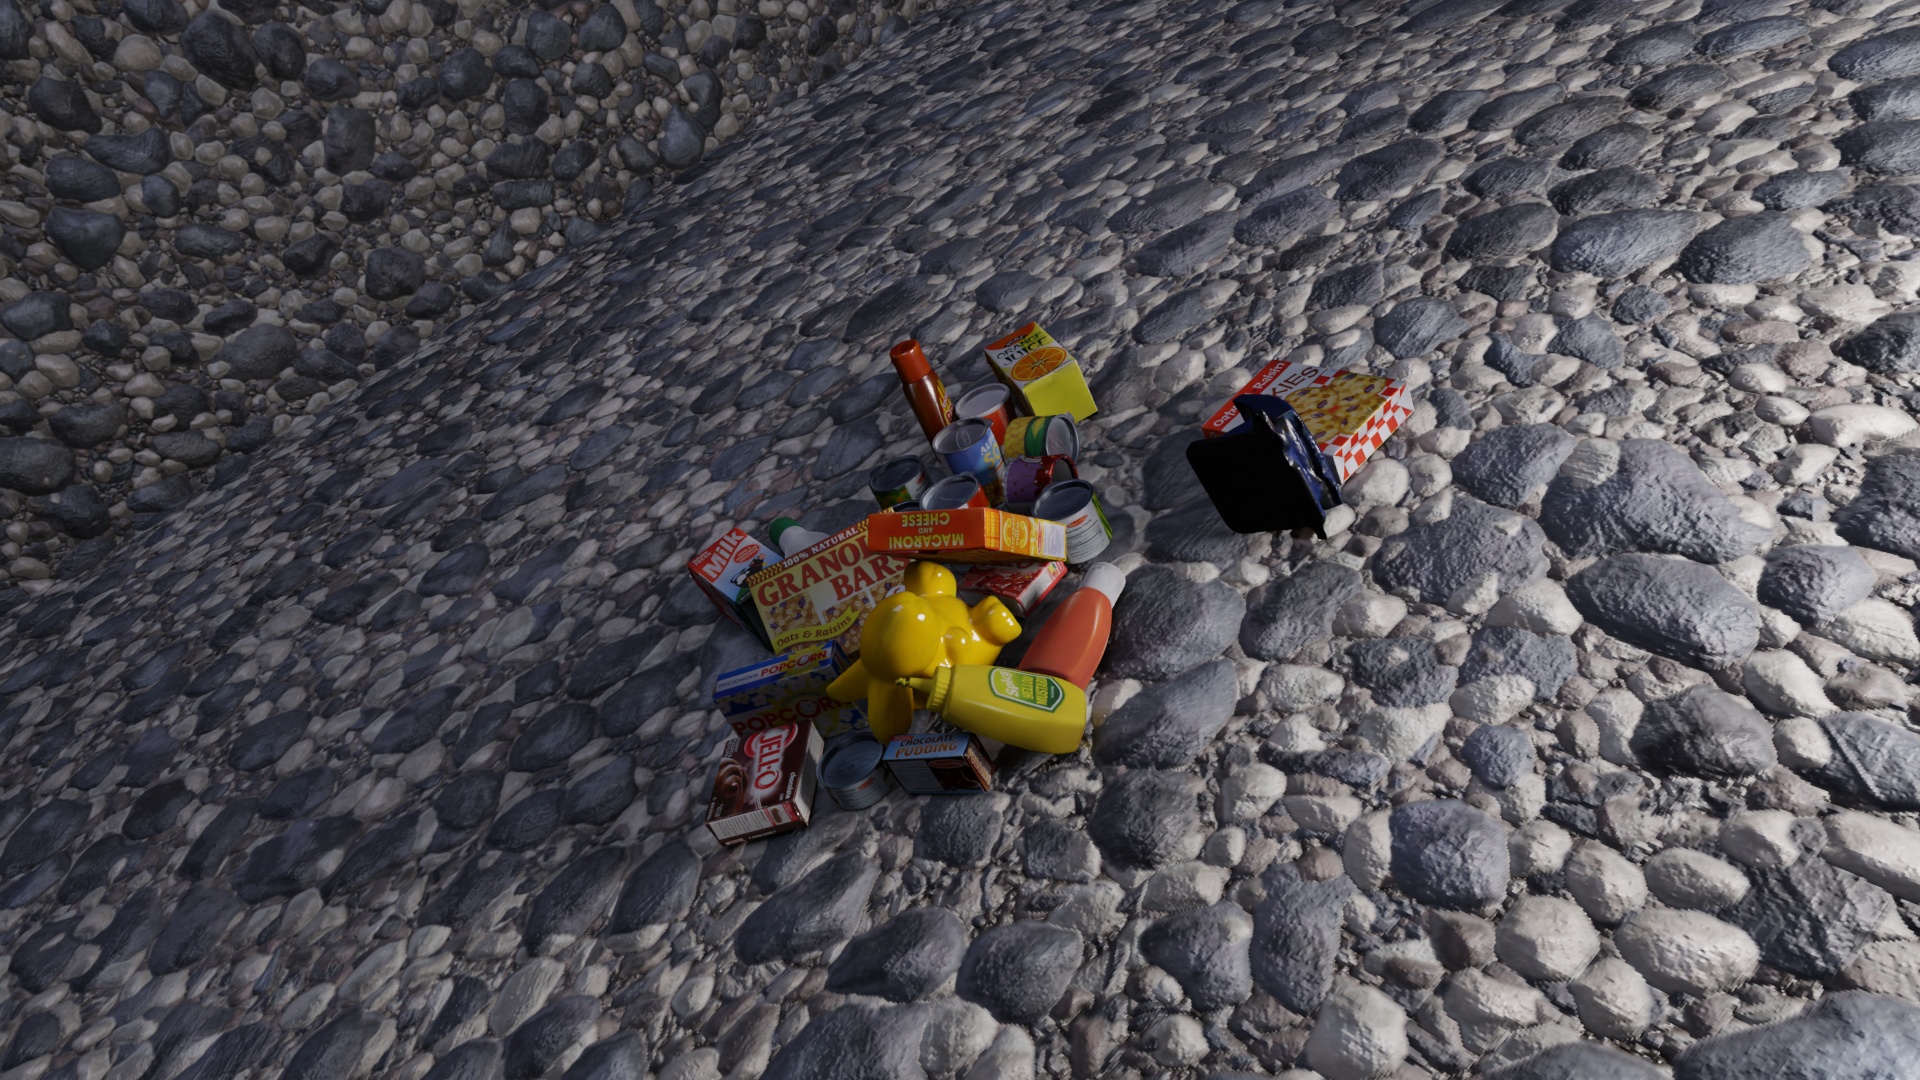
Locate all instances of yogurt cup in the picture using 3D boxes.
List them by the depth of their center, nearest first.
[{"bbox_3d":[0.035,-0.144,1.629,0.072,0.053,0.073,-19,32,13],"label":"yogurt cup"}]

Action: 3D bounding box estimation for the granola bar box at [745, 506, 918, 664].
[{"bbox_3d":[-0.116,0.058,1.398,0.165,0.039,0.124,-26,69,1],"label":"granola bar box"}]

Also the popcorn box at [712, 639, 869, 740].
[{"bbox_3d":[-0.158,0.150,1.311,0.126,0.085,0.038,-18,34,14],"label":"popcorn box"}]

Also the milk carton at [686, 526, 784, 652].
[{"bbox_3d":[-0.238,0.046,1.535,0.072,0.073,0.191,-38,33,-16],"label":"milk carton"}]

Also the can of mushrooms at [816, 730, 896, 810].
[{"bbox_3d":[-0.091,0.203,1.233,0.071,0.033,0.071,-20,32,13],"label":"can of mushrooms"}]

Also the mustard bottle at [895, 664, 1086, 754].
[{"bbox_3d":[0.024,0.134,1.158,0.160,0.048,0.065,13,31,-7],"label":"mustard bottle"}]

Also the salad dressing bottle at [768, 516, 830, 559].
[{"bbox_3d":[-0.176,0.012,1.569,0.064,0.043,0.148,-36,31,-11],"label":"salad dressing bottle"}]

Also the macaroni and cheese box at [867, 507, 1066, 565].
[{"bbox_3d":[0.009,-0.001,1.295,0.123,0.040,0.166,-3,-5,29],"label":"macaroni and cheese box"}]

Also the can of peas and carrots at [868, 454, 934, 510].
[{"bbox_3d":[-0.063,-0.054,1.565,0.071,0.058,0.071,-20,31,13],"label":"can of peas and carrots"}]

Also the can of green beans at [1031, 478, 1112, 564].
[{"bbox_3d":[0.111,-0.019,1.384,0.071,0.057,0.071,-19,32,13],"label":"can of green beans"}]

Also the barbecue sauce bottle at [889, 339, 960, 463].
[{"bbox_3d":[-0.037,-0.163,1.620,0.043,0.148,0.065,-17,32,18],"label":"barbecue sauce bottle"}]

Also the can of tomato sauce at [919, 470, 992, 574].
[{"bbox_3d":[0.005,-0.018,1.438,0.071,0.082,0.071,-19,32,13],"label":"can of tomato sauce"}]

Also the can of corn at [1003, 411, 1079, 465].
[{"bbox_3d":[0.089,-0.106,1.519,0.058,0.071,0.071,-1,40,37],"label":"can of corn"}]

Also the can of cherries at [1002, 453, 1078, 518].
[{"bbox_3d":[0.085,-0.058,1.451,0.058,0.071,0.072,-4,38,33],"label":"can of cherries"}]

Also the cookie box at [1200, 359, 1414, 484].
[{"bbox_3d":[0.342,-0.120,1.379,0.123,0.040,0.167,-41,35,-23],"label":"cookie box"}]

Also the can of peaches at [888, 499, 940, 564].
[{"bbox_3d":[-0.055,0.001,1.480,0.071,0.058,0.071,-19,33,13],"label":"can of peaches"}]

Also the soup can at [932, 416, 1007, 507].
[{"bbox_3d":[0.018,-0.084,1.525,0.071,0.083,0.072,-19,32,13],"label":"soup can"}]

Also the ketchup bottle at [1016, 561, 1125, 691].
[{"bbox_3d":[0.106,0.080,1.257,0.064,0.043,0.149,-1,40,35],"label":"ketchup bottle"}]

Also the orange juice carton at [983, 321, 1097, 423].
[{"bbox_3d":[0.087,-0.199,1.653,0.072,0.072,0.193,-29,31,-2],"label":"orange juice carton"}]

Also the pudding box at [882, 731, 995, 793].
[{"bbox_3d":[-0.018,0.190,1.182,0.083,0.049,0.030,-7,38,30],"label":"pudding box"}]
